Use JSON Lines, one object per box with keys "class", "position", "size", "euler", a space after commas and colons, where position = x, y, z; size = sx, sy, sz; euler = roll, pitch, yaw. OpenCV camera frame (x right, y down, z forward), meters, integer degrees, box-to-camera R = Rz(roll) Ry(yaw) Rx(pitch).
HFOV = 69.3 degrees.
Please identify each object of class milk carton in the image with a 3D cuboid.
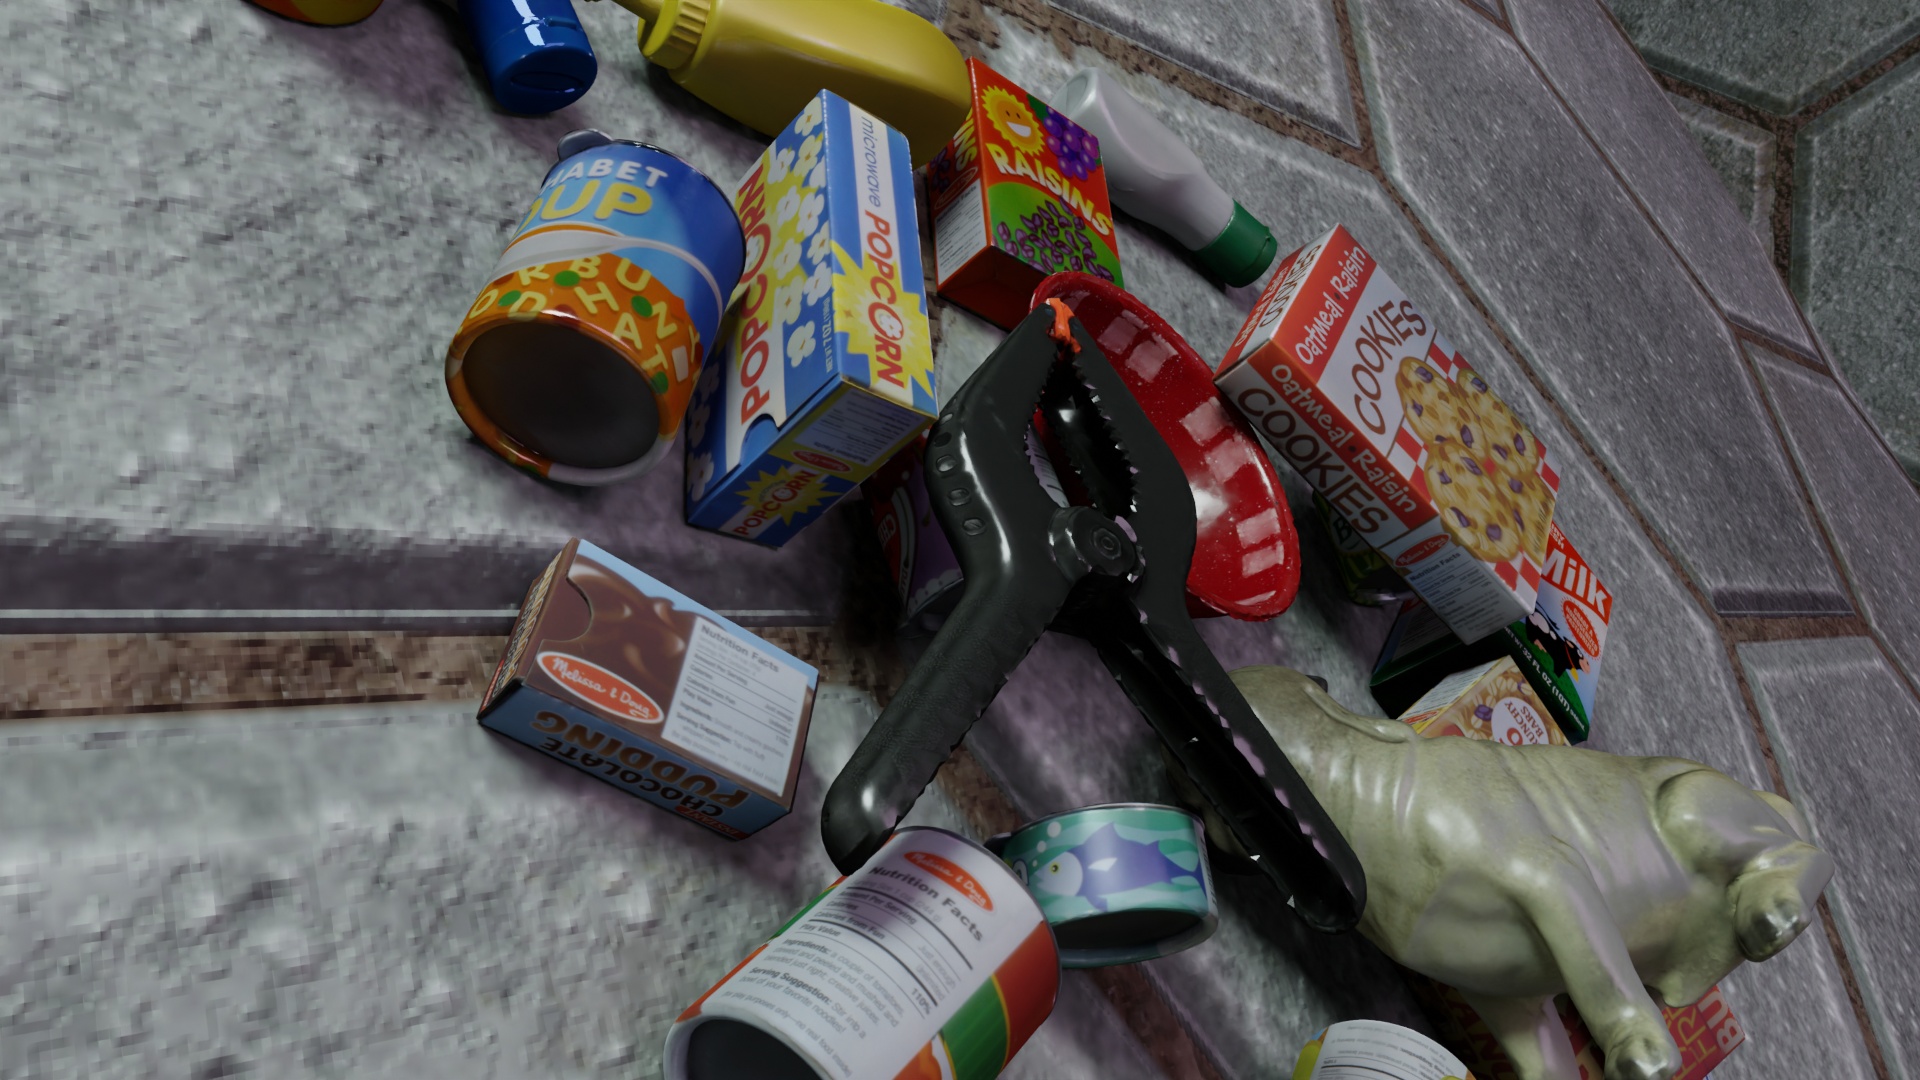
{"class": "milk carton", "position": [0.283, 0.042, 0.723], "size": [0.072, 0.073, 0.191], "euler": [51, 37, -3]}

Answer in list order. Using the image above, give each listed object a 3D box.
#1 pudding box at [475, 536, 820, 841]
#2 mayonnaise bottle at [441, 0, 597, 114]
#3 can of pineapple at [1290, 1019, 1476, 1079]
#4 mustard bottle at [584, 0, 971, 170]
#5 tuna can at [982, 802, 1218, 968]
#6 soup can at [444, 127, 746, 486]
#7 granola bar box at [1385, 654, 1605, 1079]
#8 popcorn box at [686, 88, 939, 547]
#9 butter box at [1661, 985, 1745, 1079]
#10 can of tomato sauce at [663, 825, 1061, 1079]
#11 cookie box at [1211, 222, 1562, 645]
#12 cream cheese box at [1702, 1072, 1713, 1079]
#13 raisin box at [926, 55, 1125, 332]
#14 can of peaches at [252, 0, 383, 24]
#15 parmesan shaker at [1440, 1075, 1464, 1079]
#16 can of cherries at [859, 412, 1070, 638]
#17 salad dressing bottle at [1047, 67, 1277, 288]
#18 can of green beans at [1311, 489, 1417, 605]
{"class": "pudding box", "position": [-0.082, 0.041, 0.380], "size": [0.083, 0.030, 0.050], "euler": [32, 44, -25]}
{"class": "mayonnaise bottle", "position": [-0.170, -0.218, 0.481], "size": [0.065, 0.041, 0.148], "euler": [-12, 72, -48]}
{"class": "can of pineapple", "position": [0.135, 0.203, 0.454], "size": [0.071, 0.070, 0.058], "euler": [52, 38, -2]}
{"class": "mustard bottle", "position": [-0.072, -0.192, 0.545], "size": [0.160, 0.065, 0.049], "euler": [10, 59, -37]}
{"class": "tuna can", "position": [0.043, 0.108, 0.432], "size": [0.071, 0.070, 0.033], "euler": [20, 50, -36]}
{"class": "soup can", "position": [-0.107, -0.069, 0.409], "size": [0.071, 0.071, 0.084], "euler": [34, 42, -24]}
{"class": "granola bar box", "position": [0.234, 0.149, 0.587], "size": [0.125, 0.039, 0.165], "euler": [-30, 84, -32]}
{"class": "popcorn box", "position": [-0.052, -0.073, 0.454], "size": [0.038, 0.085, 0.127], "euler": [22, 48, -36]}
{"class": "butter box", "position": [0.266, 0.165, 0.556], "size": [0.053, 0.024, 0.103], "euler": [-20, 79, -31]}
{"class": "can of tomato sauce", "position": [-0.023, 0.124, 0.352], "size": [0.071, 0.071, 0.083], "euler": [56, 38, 2]}
{"class": "cookie box", "position": [0.200, -0.052, 0.638], "size": [0.167, 0.040, 0.123], "euler": [45, 44, -7]}
{"class": "cream cheese box", "position": [0.311, 0.251, 0.632], "size": [0.104, 0.024, 0.053], "euler": [17, 52, -37]}
{"class": "raisin box", "position": [0.029, -0.151, 0.636], "size": [0.086, 0.040, 0.124], "euler": [21, 49, -34]}
{"class": "can of peaches", "position": [-0.199, -0.202, 0.423], "size": [0.071, 0.058, 0.071], "euler": [26, 46, -31]}
{"class": "parmesan shaker", "position": [0.104, 0.200, 0.393], "size": [0.071, 0.102, 0.071], "euler": [27, 46, -31]}
{"class": "can of cherries", "position": [0.002, -0.006, 0.477], "size": [0.071, 0.071, 0.058], "euler": [-1, 62, -46]}
{"class": "salad dressing bottle", "position": [0.110, -0.191, 0.748], "size": [0.147, 0.043, 0.064], "euler": [32, 41, -26]}
{"class": "can of green beans", "position": [0.218, -0.007, 0.699], "size": [0.071, 0.071, 0.058], "euler": [13, 54, -40]}
